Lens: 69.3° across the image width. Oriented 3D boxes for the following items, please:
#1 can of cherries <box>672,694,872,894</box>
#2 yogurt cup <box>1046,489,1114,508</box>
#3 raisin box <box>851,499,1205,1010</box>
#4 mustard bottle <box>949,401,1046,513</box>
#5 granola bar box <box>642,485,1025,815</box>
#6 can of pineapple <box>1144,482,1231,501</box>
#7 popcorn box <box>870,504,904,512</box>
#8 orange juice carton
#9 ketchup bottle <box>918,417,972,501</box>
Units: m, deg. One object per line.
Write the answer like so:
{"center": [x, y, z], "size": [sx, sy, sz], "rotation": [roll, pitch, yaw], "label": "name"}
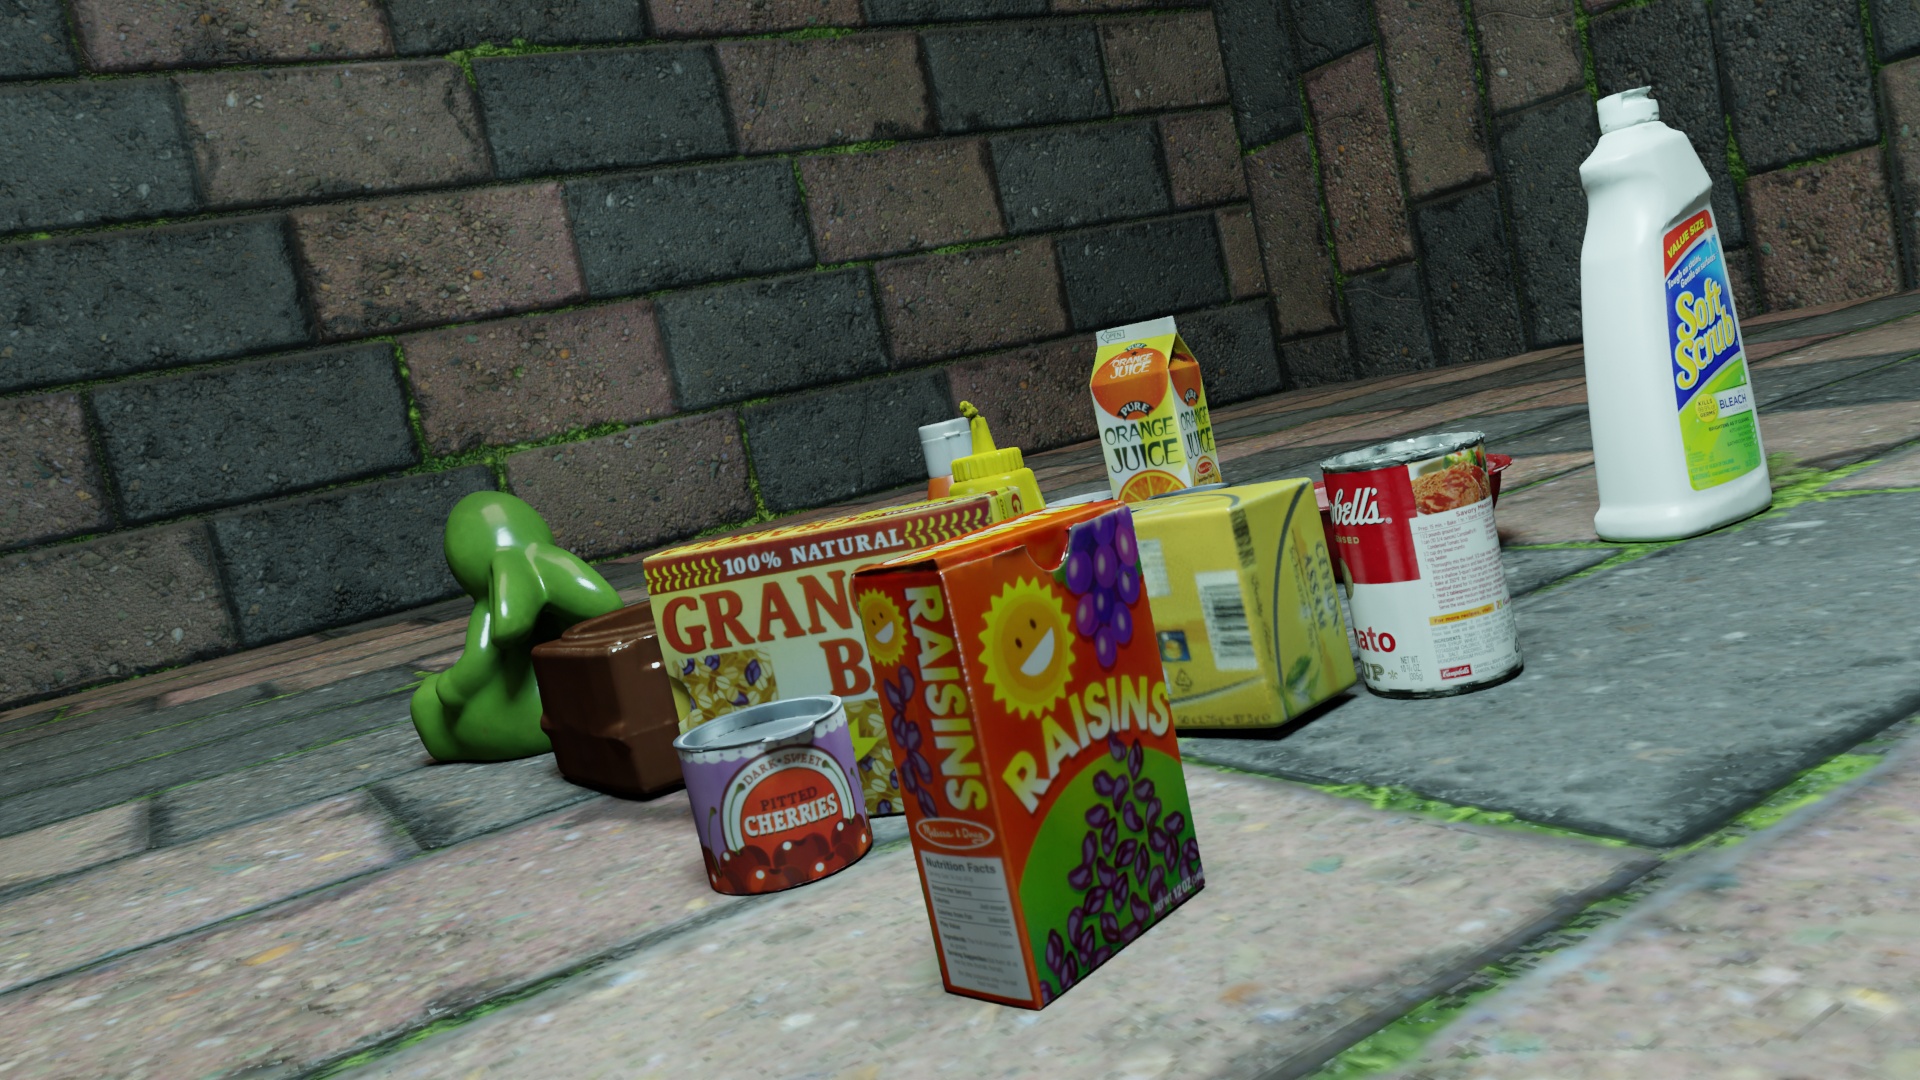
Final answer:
{"center": [-0.071, 0.097, 0.534], "size": [0.071, 0.058, 0.071], "rotation": [-12, 5, 1], "label": "can of cherries"}
{"center": [0.113, -0.012, 1.240], "size": [0.072, 0.054, 0.072], "rotation": [-12, 5, 1], "label": "yogurt cup"}
{"center": [0.022, 0.057, 0.401], "size": [0.040, 0.123, 0.086], "rotation": [-7, 7, 44], "label": "raisin box"}
{"center": [0.025, 0.000, 0.765], "size": [0.049, 0.160, 0.065], "rotation": [-15, 6, -30], "label": "mustard bottle"}
{"center": [-0.044, 0.052, 0.585], "size": [0.165, 0.124, 0.039], "rotation": [-10, 6, 22], "label": "granola bar box"}
{"center": [0.177, -0.009, 1.051], "size": [0.071, 0.057, 0.071], "rotation": [-12, 5, 1], "label": "can of pineapple"}
{"center": [-0.092, 0.025, 1.157], "size": [0.127, 0.085, 0.038], "rotation": [-17, 7, -40], "label": "popcorn box"}
{"center": [0.164, -0.087, 1.161], "size": [0.071, 0.192, 0.073], "rotation": [-9, 6, 31], "label": "orange juice carton"}
{"center": [0.004, -0.012, 0.997], "size": [0.065, 0.148, 0.043], "rotation": [-14, 5, -16], "label": "ketchup bottle"}
